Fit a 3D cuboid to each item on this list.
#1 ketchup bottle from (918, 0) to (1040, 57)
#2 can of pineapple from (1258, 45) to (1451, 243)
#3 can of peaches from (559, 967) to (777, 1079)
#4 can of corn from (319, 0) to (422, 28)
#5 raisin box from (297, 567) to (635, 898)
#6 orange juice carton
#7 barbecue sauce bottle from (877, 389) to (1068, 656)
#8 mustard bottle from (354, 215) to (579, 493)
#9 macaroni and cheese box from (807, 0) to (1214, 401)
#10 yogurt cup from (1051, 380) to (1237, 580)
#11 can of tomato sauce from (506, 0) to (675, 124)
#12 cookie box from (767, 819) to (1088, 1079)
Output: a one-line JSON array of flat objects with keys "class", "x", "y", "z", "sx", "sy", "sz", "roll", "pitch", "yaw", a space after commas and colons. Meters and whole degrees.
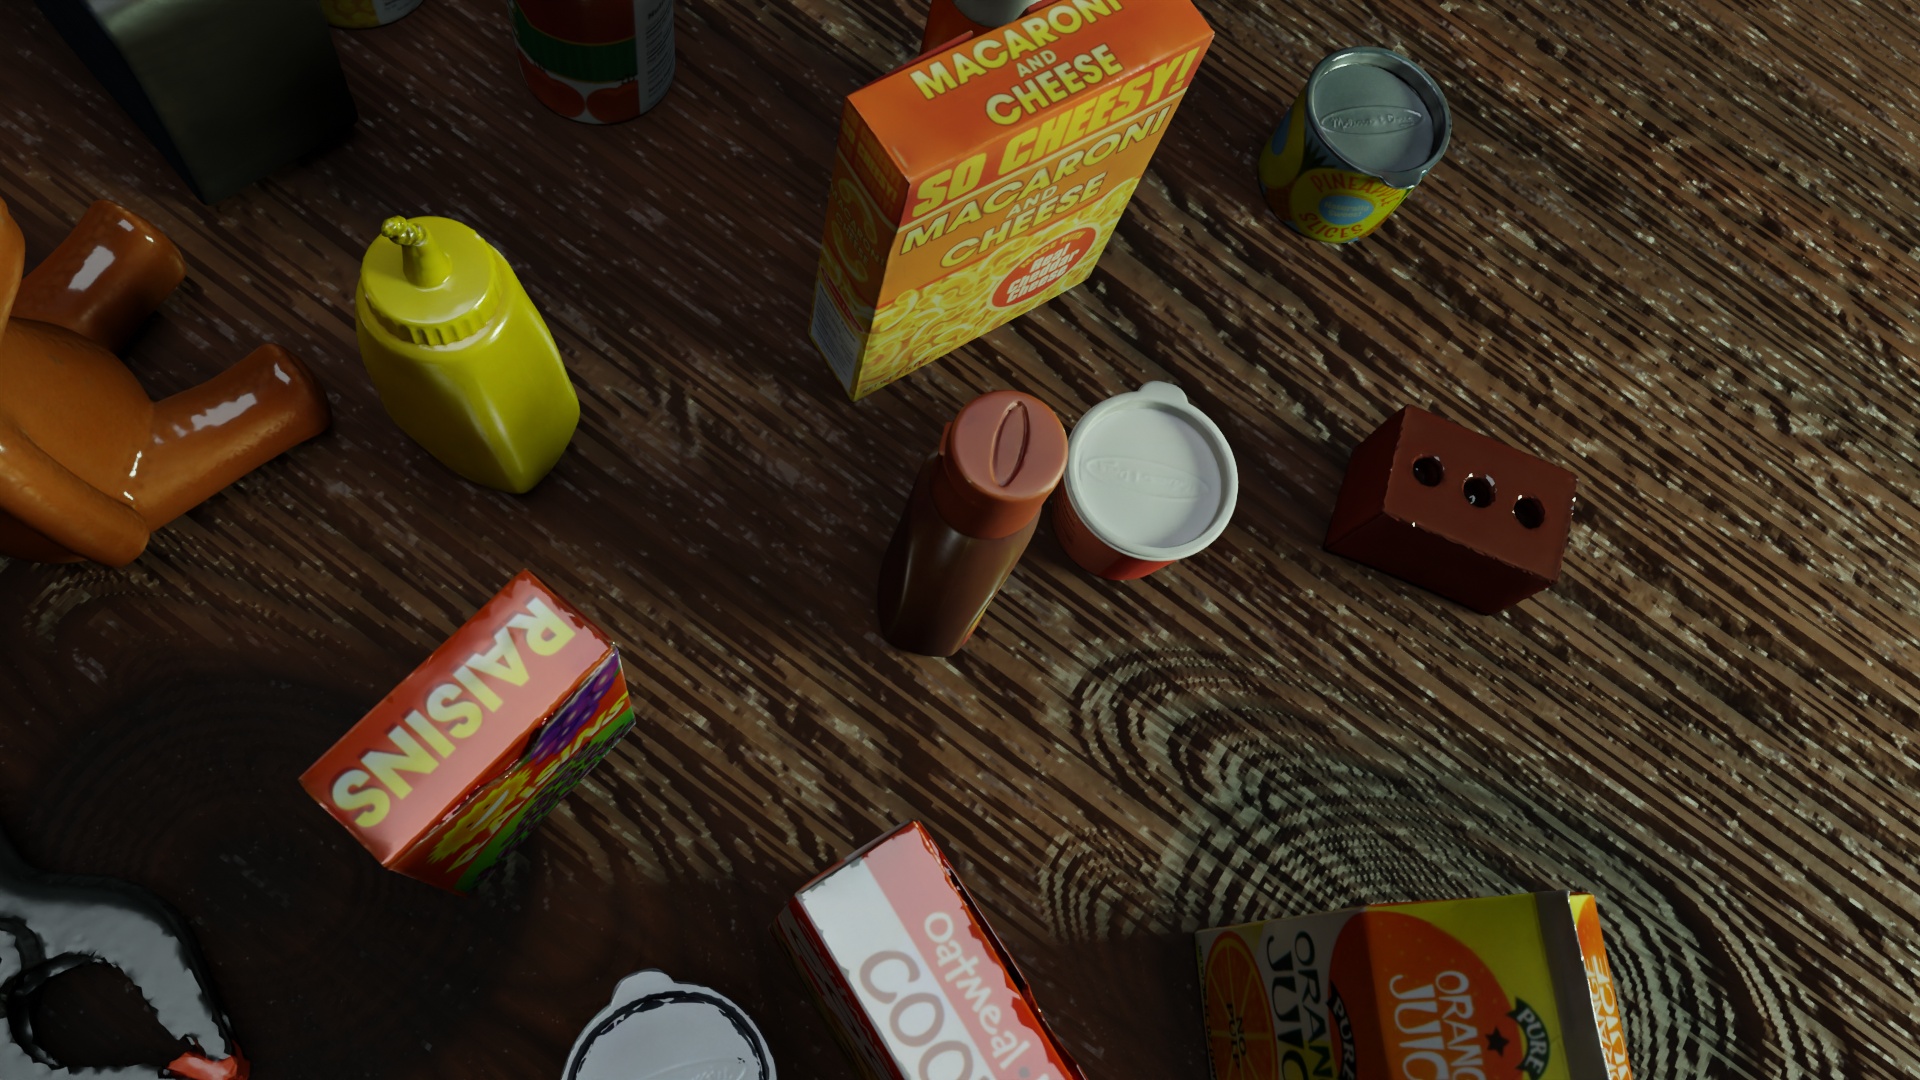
[{"class": "ketchup bottle", "x": 0.006, "y": -0.191, "z": 0.542, "sx": 0.043, "sy": 0.148, "sz": 0.065, "roll": 20, "pitch": 70, "yaw": -3}, {"class": "can of pineapple", "x": 0.173, "y": -0.172, "z": 0.615, "sx": 0.071, "sy": 0.057, "sz": 0.071, "roll": 3, "pitch": 71, "yaw": -9}, {"class": "can of peaches", "x": -0.094, "y": 0.175, "z": 0.447, "sx": 0.071, "sy": 0.058, "sz": 0.071, "roll": 3, "pitch": 71, "yaw": -9}, {"class": "can of corn", "x": -0.255, "y": -0.254, "z": 0.565, "sx": 0.071, "sy": 0.058, "sz": 0.071, "roll": 3, "pitch": 71, "yaw": -9}, {"class": "raisin box", "x": -0.148, "y": 0.066, "z": 0.440, "sx": 0.040, "sy": 0.123, "sz": 0.086, "roll": 42, "pitch": 70, "yaw": 5}, {"class": "orange juice carton", "x": 0.139, "y": 0.150, "z": 0.426, "sx": 0.073, "sy": 0.192, "sz": 0.072, "roll": -1, "pitch": 72, "yaw": -10}, {"class": "barbecue sauce bottle", "x": 0.002, "y": -0.006, "z": 0.478, "sx": 0.044, "sy": 0.148, "sz": 0.065, "roll": 16, "pitch": 70, "yaw": -5}, {"class": "mustard bottle", "x": -0.166, "y": -0.065, "z": 0.462, "sx": 0.065, "sy": 0.159, "sz": 0.049, "roll": 29, "pitch": 69, "yaw": 0}, {"class": "macaroni and cheese box", "x": 0.009, "y": -0.125, "z": 0.511, "sx": 0.124, "sy": 0.166, "sz": 0.040, "roll": -31, "pitch": 80, "yaw": -18}, {"class": "yogurt cup", "x": 0.068, "y": -0.018, "z": 0.545, "sx": 0.072, "sy": 0.053, "sz": 0.072, "roll": 3, "pitch": 71, "yaw": -9}, {"class": "can of tomato sauce", "x": -0.151, "y": -0.219, "z": 0.559, "sx": 0.071, "sy": 0.082, "sz": 0.071, "roll": 3, "pitch": 71, "yaw": -9}, {"class": "cookie box", "x": -0.006, "y": 0.153, "z": 0.412, "sx": 0.040, "sy": 0.167, "sz": 0.123, "roll": -30, "pitch": 79, "yaw": -18}]
